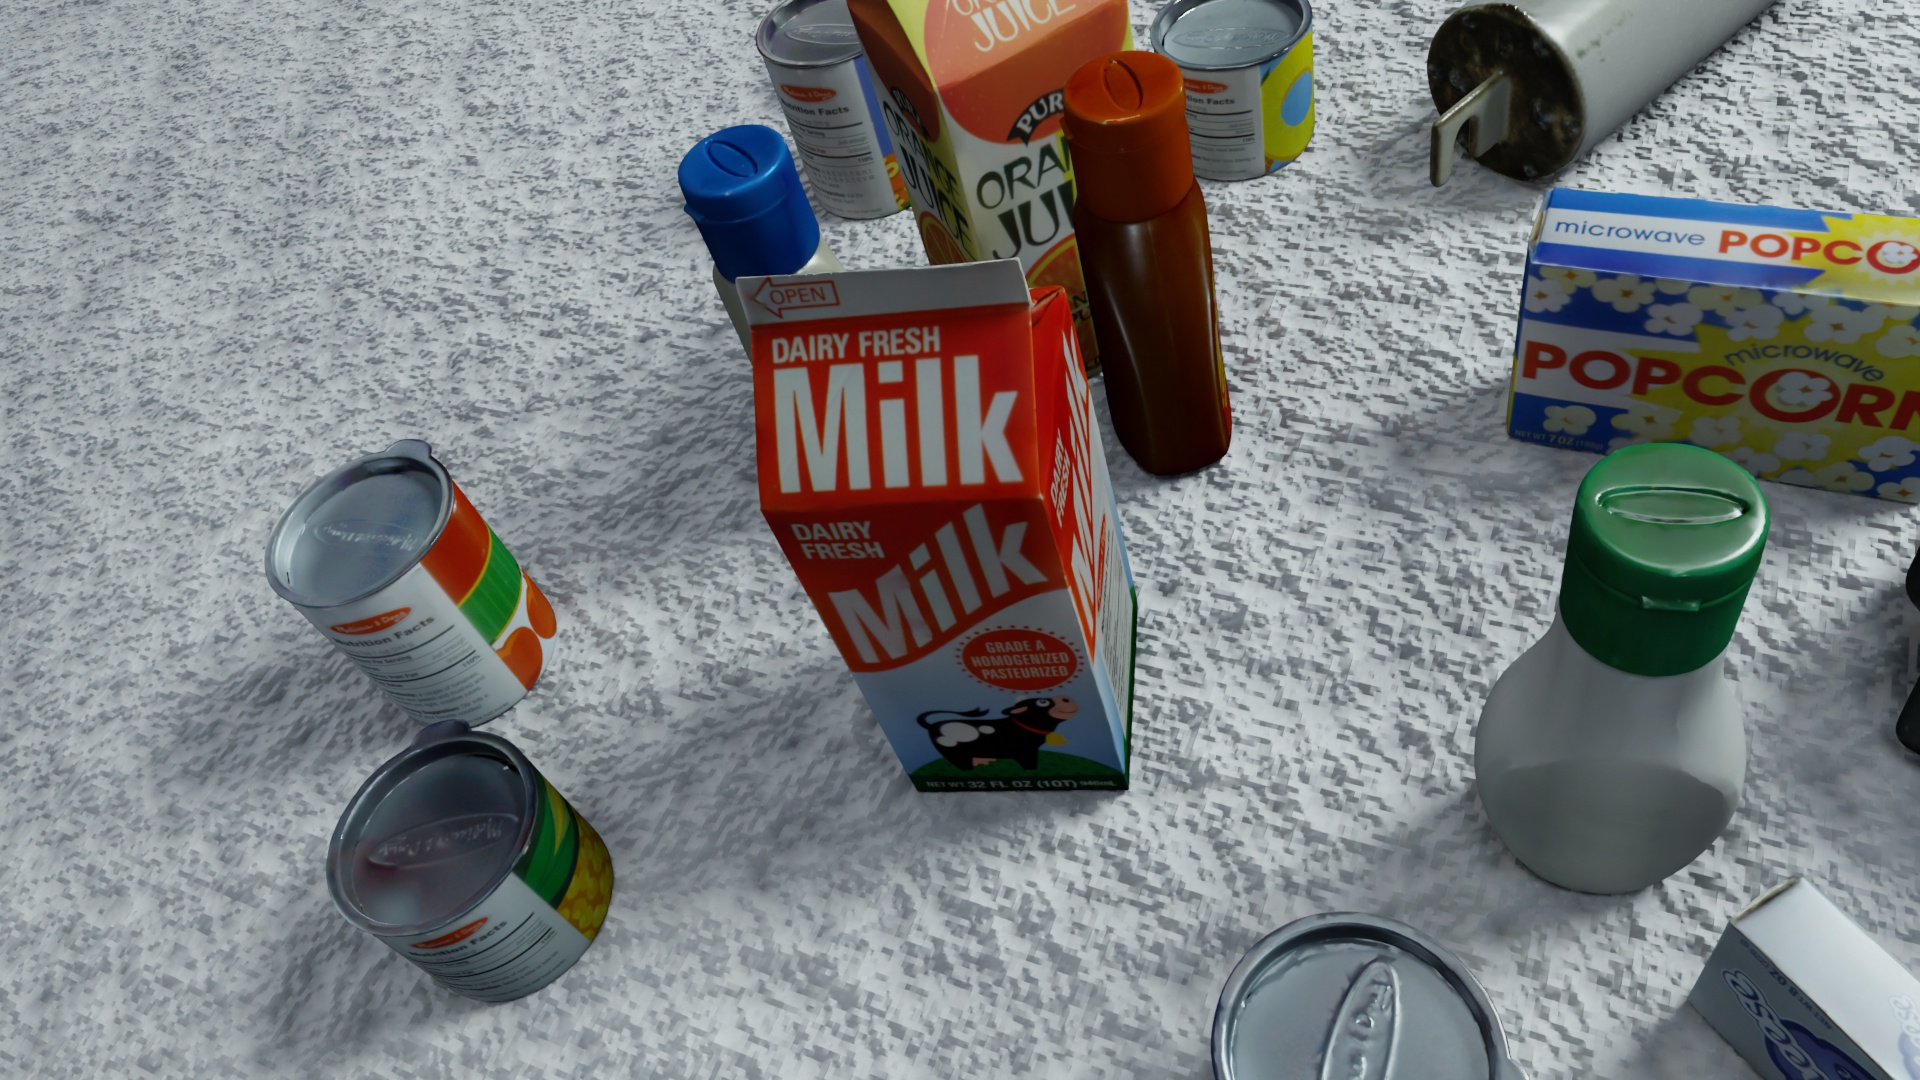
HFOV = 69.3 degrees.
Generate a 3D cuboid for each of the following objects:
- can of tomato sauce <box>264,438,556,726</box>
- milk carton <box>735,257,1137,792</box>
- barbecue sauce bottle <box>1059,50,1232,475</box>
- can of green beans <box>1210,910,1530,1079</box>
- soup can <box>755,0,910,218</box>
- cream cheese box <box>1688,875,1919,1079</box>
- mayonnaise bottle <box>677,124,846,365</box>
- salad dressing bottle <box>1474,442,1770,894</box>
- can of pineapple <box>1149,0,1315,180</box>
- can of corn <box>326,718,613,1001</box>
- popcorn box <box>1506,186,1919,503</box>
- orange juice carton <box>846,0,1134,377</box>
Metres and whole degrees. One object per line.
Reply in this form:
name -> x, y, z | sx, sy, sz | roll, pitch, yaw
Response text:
can of tomato sauce -> -0.191, 0.017, 0.494 | 0.071, 0.082, 0.071 | -8, 51, 10
milk carton -> 0.001, -0.005, 0.388 | 0.072, 0.189, 0.074 | -2, 53, 14
barbecue sauce bottle -> 0.063, -0.090, 0.466 | 0.044, 0.147, 0.065 | -16, 50, 4
can of green beans -> 0.097, 0.133, 0.339 | 0.071, 0.057, 0.071 | -8, 51, 10
soup can -> -0.045, -0.199, 0.623 | 0.071, 0.083, 0.072 | -8, 51, 10
cream cheese box -> 0.217, 0.130, 0.311 | 0.024, 0.053, 0.104 | -30, 51, -8
mayonnaise bottle -> -0.055, -0.074, 0.486 | 0.041, 0.147, 0.065 | -38, 53, -14
salad dressing bottle -> 0.162, 0.037, 0.339 | 0.064, 0.147, 0.044 | 4, 54, 19
can of pineapple -> 0.118, -0.198, 0.594 | 0.071, 0.057, 0.071 | -8, 51, 10
can of corn -> -0.150, 0.100, 0.434 | 0.071, 0.058, 0.071 | -8, 51, 10
popcorn box -> 0.242, -0.062, 0.434 | 0.127, 0.085, 0.038 | 12, 57, 24
orange juice carton -> 0.019, -0.145, 0.493 | 0.072, 0.191, 0.073 | -29, 51, -7
